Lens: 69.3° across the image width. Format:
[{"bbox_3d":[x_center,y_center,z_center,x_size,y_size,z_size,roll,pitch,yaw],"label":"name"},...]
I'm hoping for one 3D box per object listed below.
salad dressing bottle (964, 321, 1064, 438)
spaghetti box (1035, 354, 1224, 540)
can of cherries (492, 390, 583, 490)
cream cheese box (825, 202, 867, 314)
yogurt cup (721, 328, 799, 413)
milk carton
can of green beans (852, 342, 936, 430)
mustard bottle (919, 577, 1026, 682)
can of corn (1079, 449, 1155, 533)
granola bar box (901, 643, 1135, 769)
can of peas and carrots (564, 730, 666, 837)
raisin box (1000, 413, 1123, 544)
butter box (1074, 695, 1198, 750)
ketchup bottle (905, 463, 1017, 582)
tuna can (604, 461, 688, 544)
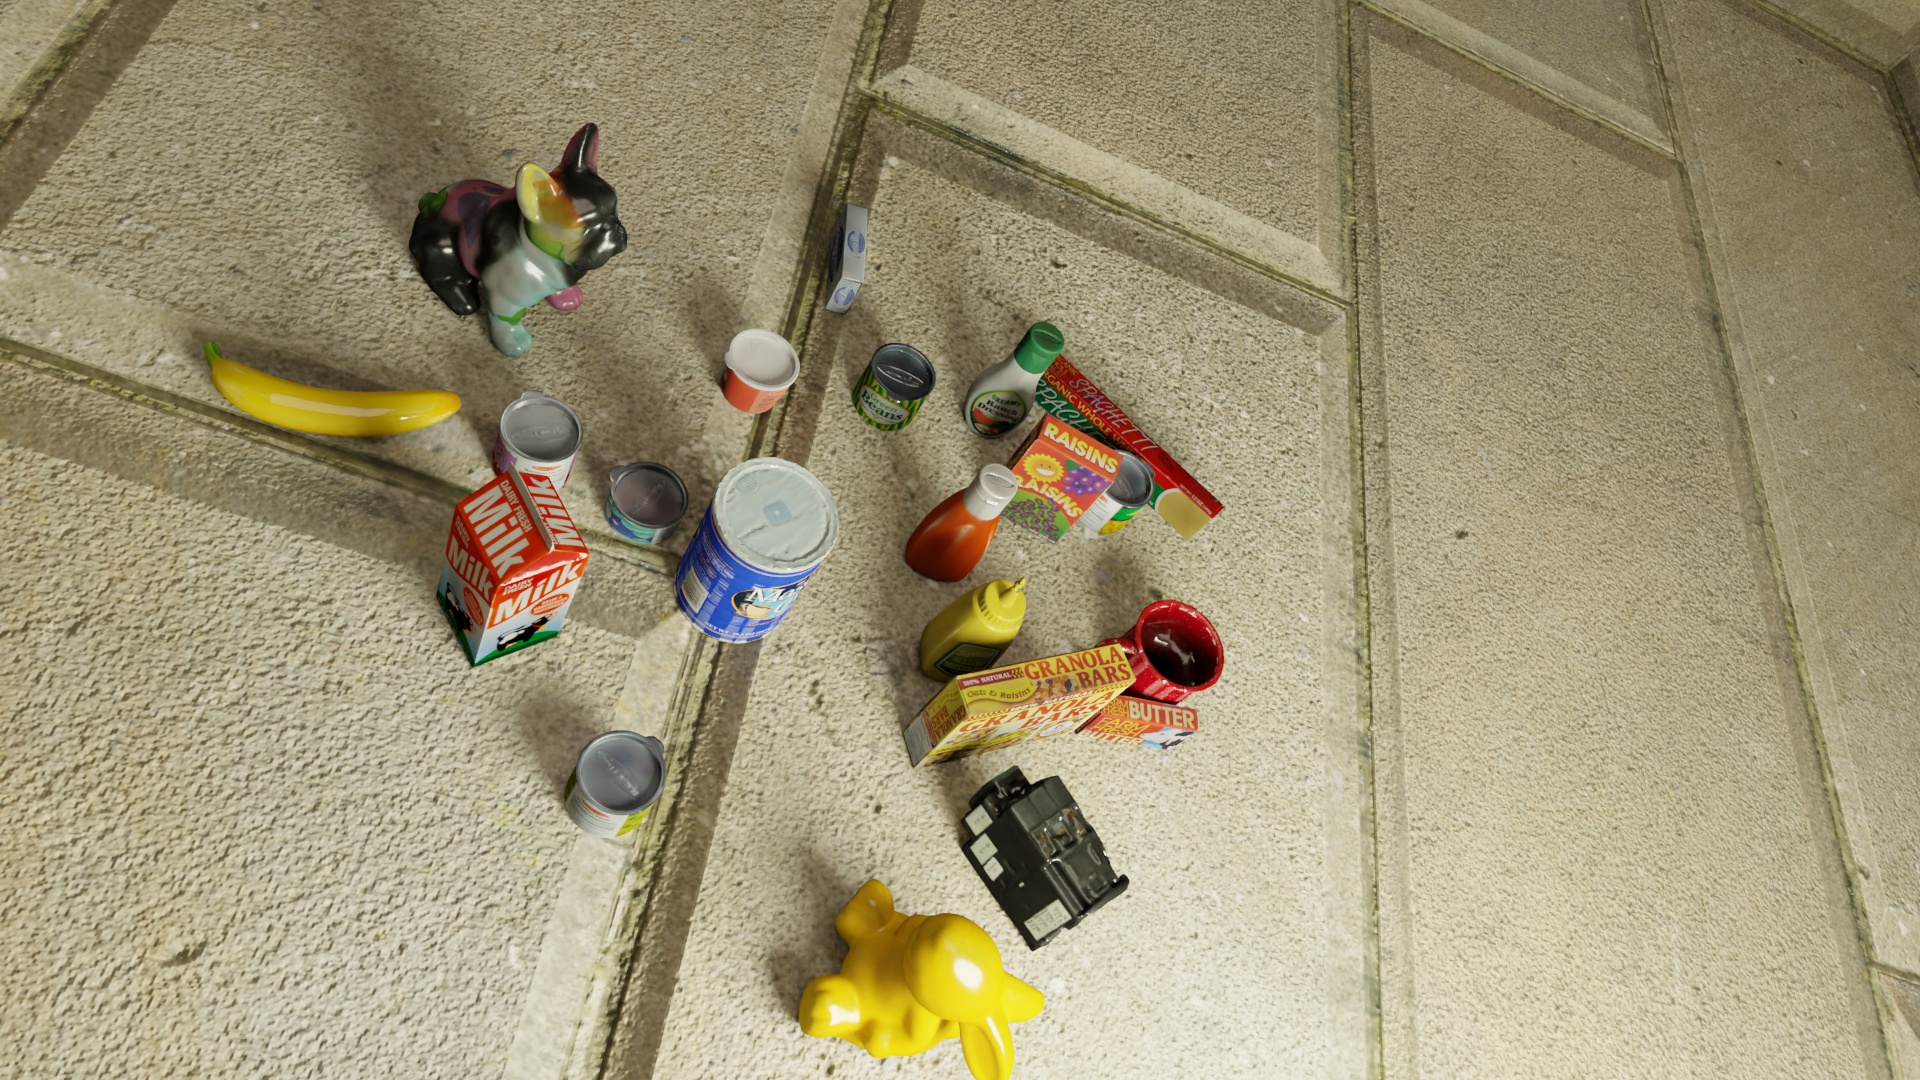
[{"bbox_3d":[0.052,-0.156,1.351,0.064,0.147,0.044,21,54,-14],"label":"salad dressing bottle"},{"bbox_3d":[0.162,-0.101,1.434,0.250,0.050,0.029,43,52,3],"label":"spaghetti box"},{"bbox_3d":[-0.354,-0.081,1.161,0.071,0.058,0.072,12,57,-19],"label":"can of cherries"},{"bbox_3d":[-0.115,-0.286,1.407,0.024,0.053,0.104,13,56,-19],"label":"cream cheese box"},{"bbox_3d":[-0.189,-0.155,1.290,0.072,0.053,0.073,12,57,-19],"label":"yogurt cup"},{"bbox_3d":[-0.331,0.017,1.030,0.074,0.189,0.072,-22,73,-34],"label":"milk carton"},{"bbox_3d":[-0.065,-0.148,1.346,0.071,0.057,0.071,12,57,-19],"label":"can of green beans"},{"bbox_3d":[0.017,0.072,1.187,0.065,0.159,0.049,11,57,-21],"label":"mustard bottle"},{"bbox_3d":[0.153,-0.049,1.392,0.071,0.058,0.071,12,57,-19],"label":"can of corn"},{"bbox_3d":[0.048,0.140,1.184,0.166,0.123,0.039,-8,66,-30],"label":"granola bar box"},{"bbox_3d":[-0.259,0.183,1.048,0.071,0.058,0.071,12,57,-19],"label":"can of peas and carrots"},{"bbox_3d":[0.087,-0.057,1.324,0.086,0.122,0.040,29,53,-8],"label":"raisin box"},{"bbox_3d":[0.160,0.166,1.268,0.103,0.053,0.024,12,57,-20],"label":"butter box"},{"bbox_3d":[0.004,-0.016,1.242,0.065,0.148,0.044,20,55,-14],"label":"ketchup bottle"},{"bbox_3d":[-0.271,-0.033,1.189,0.071,0.032,0.071,12,57,-19],"label":"tuna can"}]
